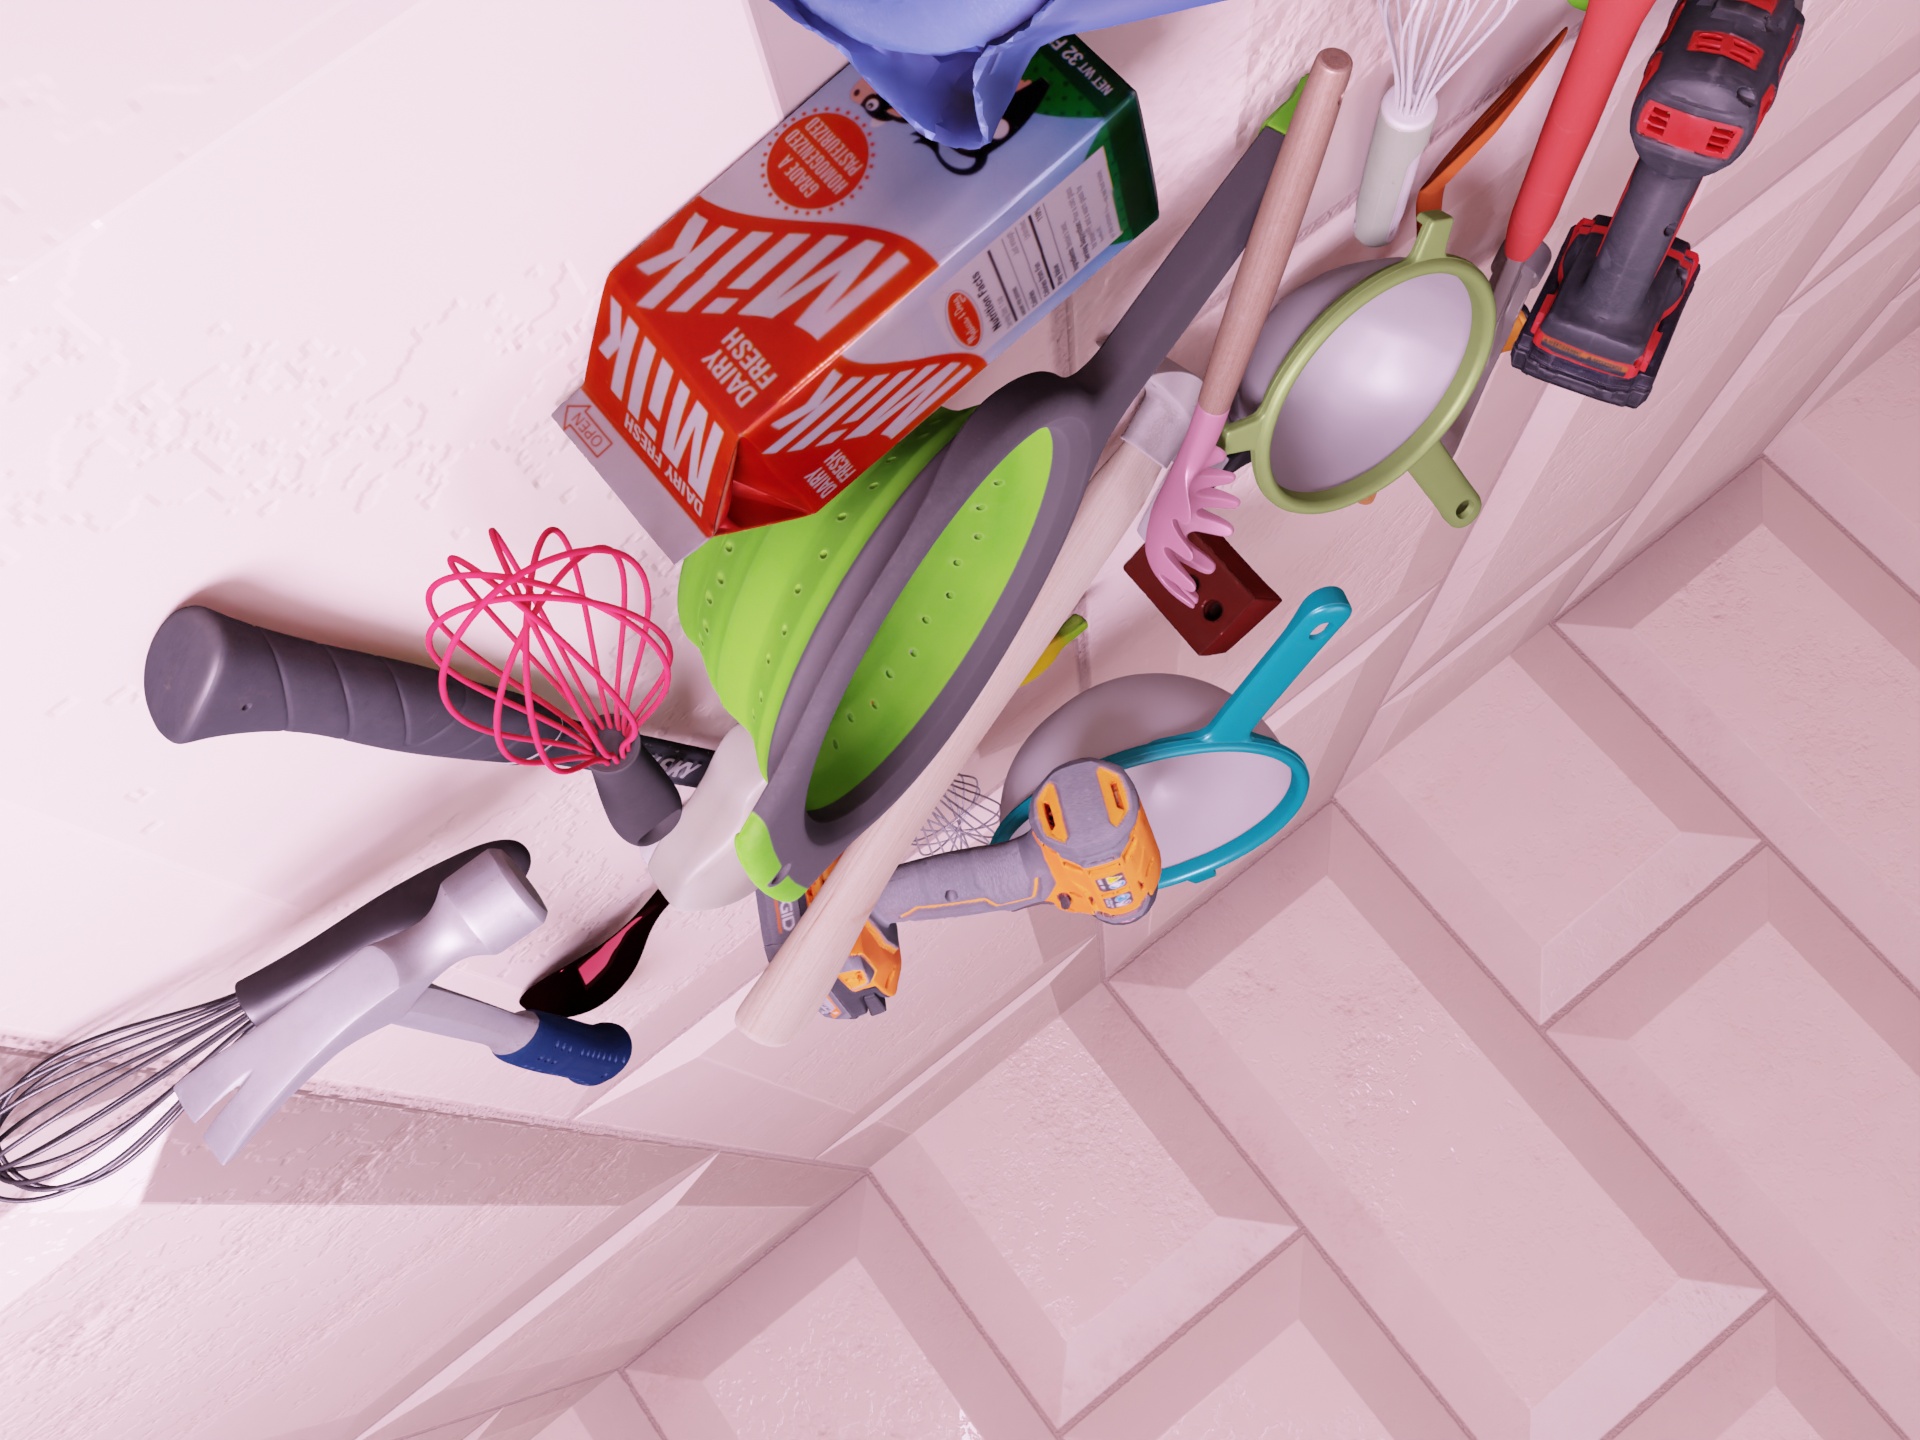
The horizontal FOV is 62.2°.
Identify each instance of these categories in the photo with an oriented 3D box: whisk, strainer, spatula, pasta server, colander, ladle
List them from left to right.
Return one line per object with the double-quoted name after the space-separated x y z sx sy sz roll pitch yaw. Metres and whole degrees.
-0.276 0.115 0.627 0.239 0.055 0.055 -31 162 -10 "whisk"
-0.130 0.003 0.571 0.073 0.073 0.295 -36 168 -12 "whisk"
-0.136 0.067 0.879 0.315 0.031 0.069 -46 162 16 "ladle"
-0.026 0.039 0.996 0.070 0.070 0.284 -39 159 -2 "whisk"
0.006 -0.120 0.623 0.397 0.094 0.204 -54 168 -13 "colander"
0.133 -0.002 0.987 0.211 0.095 0.340 0 147 -24 "strainer"
0.123 -0.152 0.688 0.060 0.040 0.316 -59 170 -27 "pasta server"
0.225 -0.172 0.866 0.151 0.069 0.256 -46 146 13 "strainer"
0.195 -0.269 0.683 0.246 0.059 0.058 58 55 -77 "whisk"
0.257 -0.224 0.871 0.081 0.041 0.322 -52 159 -26 "spatula"

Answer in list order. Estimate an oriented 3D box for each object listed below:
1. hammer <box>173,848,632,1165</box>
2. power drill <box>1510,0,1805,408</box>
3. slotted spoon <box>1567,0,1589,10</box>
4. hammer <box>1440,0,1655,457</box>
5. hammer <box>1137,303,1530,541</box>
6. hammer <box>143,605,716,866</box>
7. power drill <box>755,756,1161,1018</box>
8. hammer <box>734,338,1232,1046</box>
-0.217 0.148 0.742 0.144 0.035 0.405 -36 168 -10 "hammer"
0.384 -0.303 0.852 0.188 0.080 0.226 -58 163 -27 "power drill"
0.410 -0.422 0.775 0.314 0.031 0.070 -35 163 -18 "slotted spoon"
0.296 -0.268 0.812 0.149 0.037 0.359 -62 167 -9 "hammer"
0.249 -0.198 0.993 0.337 0.034 0.127 -28 159 -33 "hammer"
-0.162 0.006 0.649 0.149 0.036 0.408 -43 163 8 "hammer"
0.009 0.106 0.949 0.226 0.084 0.164 -18 150 7 "power drill"
-0.001 -0.003 0.811 0.410 0.038 0.146 -57 159 9 "hammer"
